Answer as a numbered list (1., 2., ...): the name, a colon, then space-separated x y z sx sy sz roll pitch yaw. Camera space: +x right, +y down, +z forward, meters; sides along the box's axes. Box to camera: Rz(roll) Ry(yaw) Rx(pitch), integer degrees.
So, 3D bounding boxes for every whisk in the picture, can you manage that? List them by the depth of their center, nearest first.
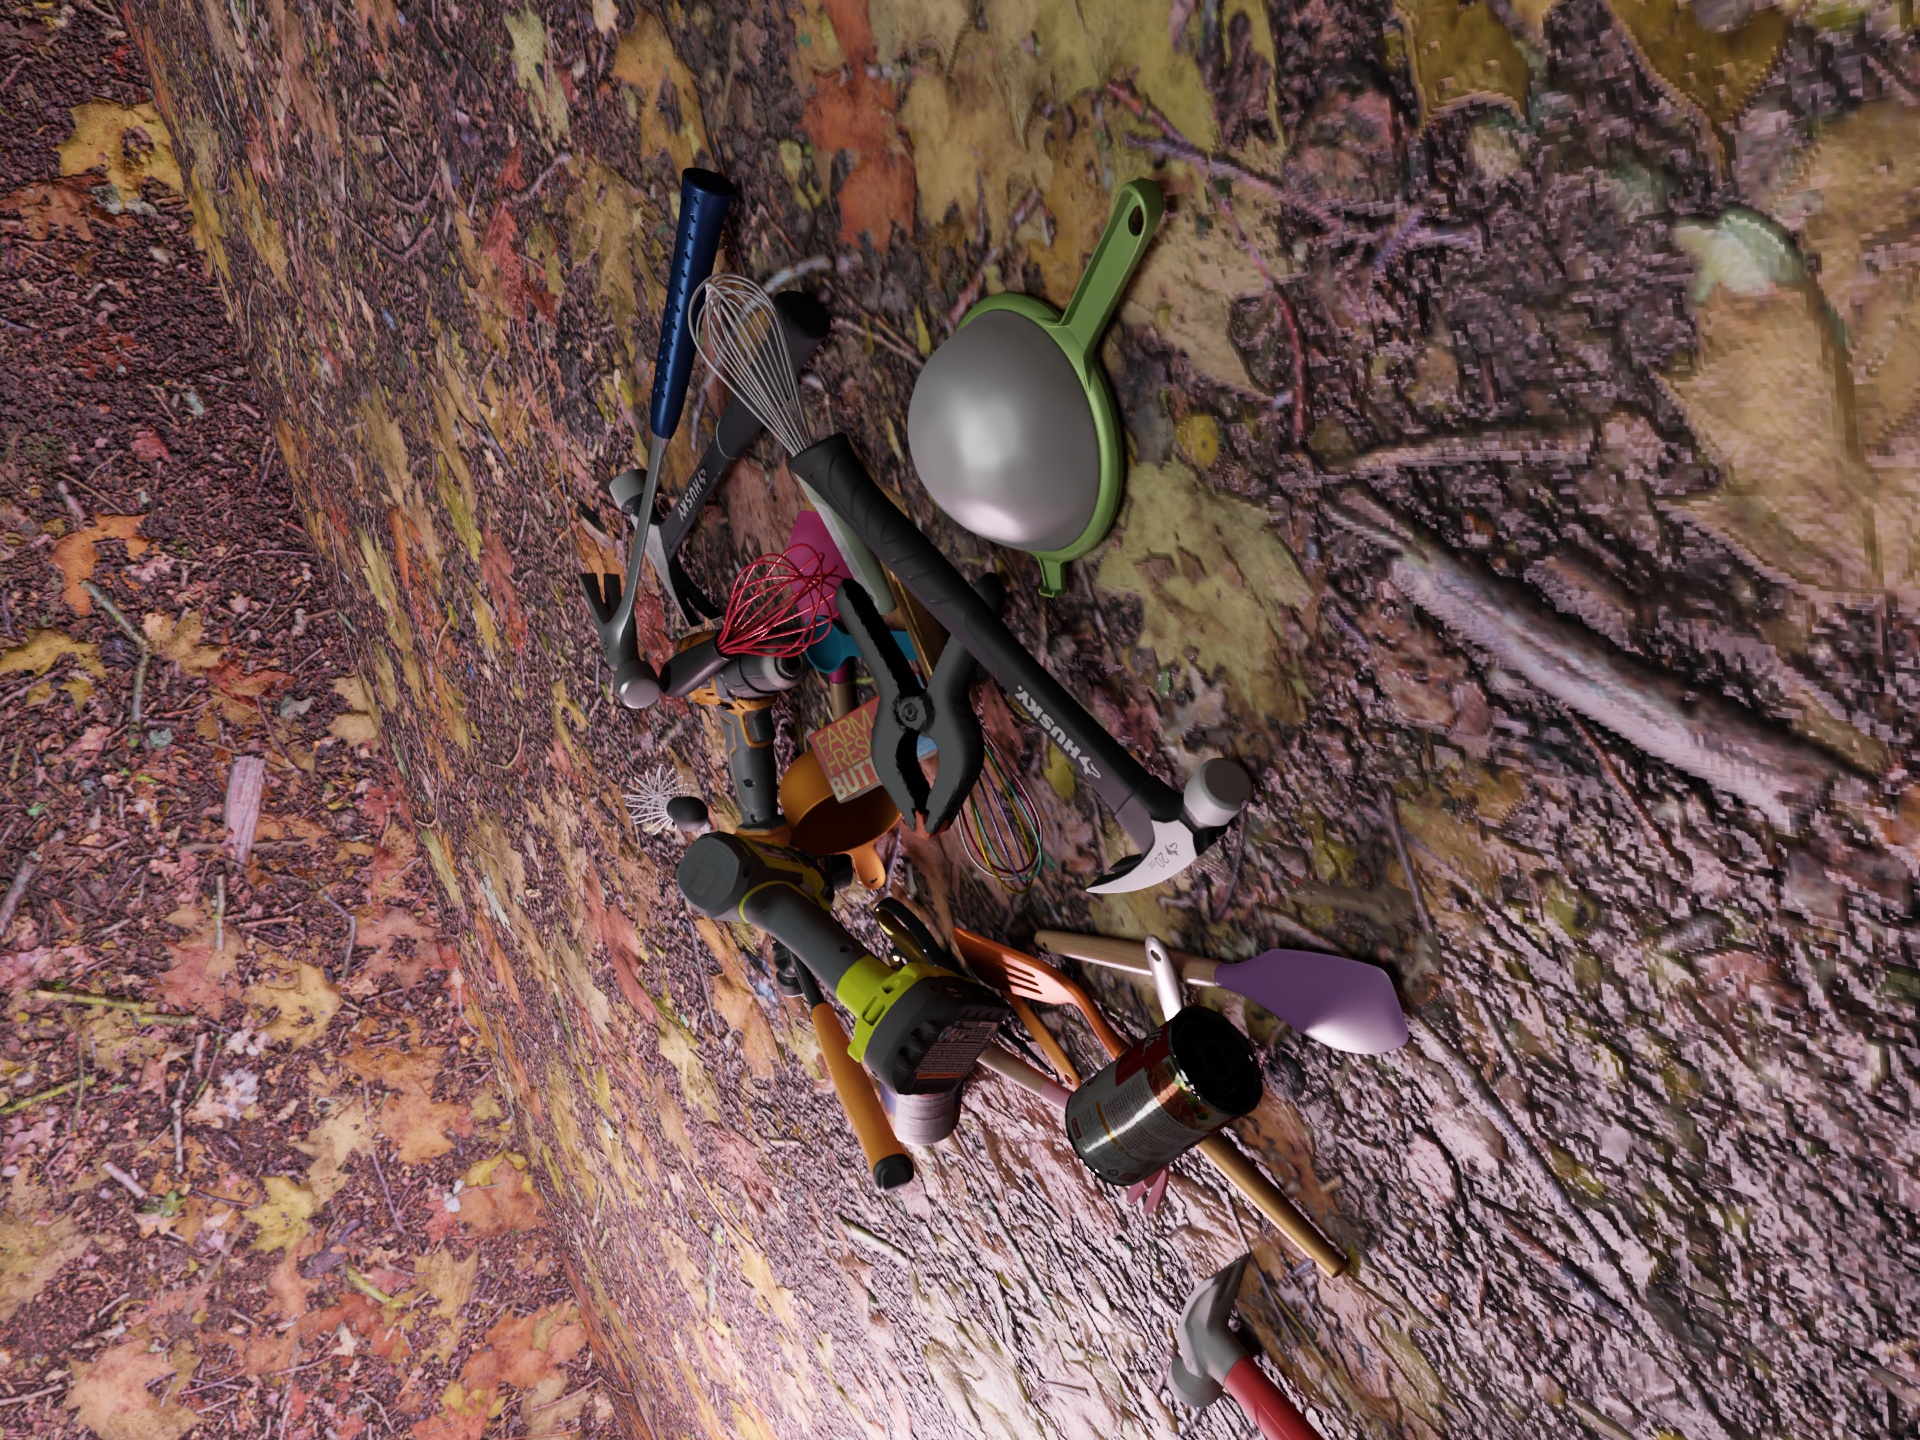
1. whisk: -0.002 -0.003 1.029 0.051 0.047 0.245 -30 80 62
2. whisk: -0.102 -0.175 1.033 0.058 0.059 0.246 15 137 61
3. whisk: -0.161 -0.061 1.153 0.296 0.073 0.073 -24 89 57
4. whisk: -0.264 0.080 1.457 0.070 0.070 0.285 71 163 -7

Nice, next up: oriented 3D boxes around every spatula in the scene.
1. spatula: 0.137 0.147 0.925 0.316 0.018 0.059 1 115 58
2. spatula: 0.113 0.233 1.002 0.323 0.041 0.080 42 164 35

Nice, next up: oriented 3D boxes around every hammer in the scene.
1. hammer: 0.018 -0.040 0.914 0.335 0.035 0.146 47 147 11
2. hammer: 0.267 0.492 0.929 0.387 0.038 0.143 43 142 36
3. hammer: -0.226 -0.209 1.182 0.144 0.035 0.405 58 140 41
4. hammer: -0.178 -0.198 1.193 0.149 0.036 0.409 63 151 5
5. hammer: -0.104 0.255 1.297 0.337 0.034 0.127 -128 29 -57

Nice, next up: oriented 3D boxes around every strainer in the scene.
1. strainer: 0.031 -0.175 0.821 0.152 0.069 0.256 58 151 16

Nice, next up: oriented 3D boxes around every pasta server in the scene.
1. pasta server: 0.040 0.256 1.127 0.316 0.040 0.060 20 139 51

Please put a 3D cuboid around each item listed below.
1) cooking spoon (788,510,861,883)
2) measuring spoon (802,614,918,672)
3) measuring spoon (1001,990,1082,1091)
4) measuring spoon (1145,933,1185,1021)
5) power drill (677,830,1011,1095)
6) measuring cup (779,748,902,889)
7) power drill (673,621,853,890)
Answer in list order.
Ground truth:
1. cooking spoon: -0.088 -0.009 1.190 0.069 0.017 0.318 19 128 33
2. measuring spoon: -0.059 -0.054 1.103 0.129 0.021 0.042 3 108 41
3. measuring spoon: 0.050 0.220 1.127 0.117 0.011 0.021 51 147 26
4. measuring spoon: 0.121 0.172 0.942 0.034 0.018 0.124 25 144 41
5. power drill: -0.079 0.165 1.133 0.223 0.080 0.171 37 -175 26
6. measuring cup: -0.084 0.073 1.199 0.173 0.095 0.052 78 169 -60
7. power drill: -0.152 0.032 1.271 0.185 0.084 0.226 -1 104 59
